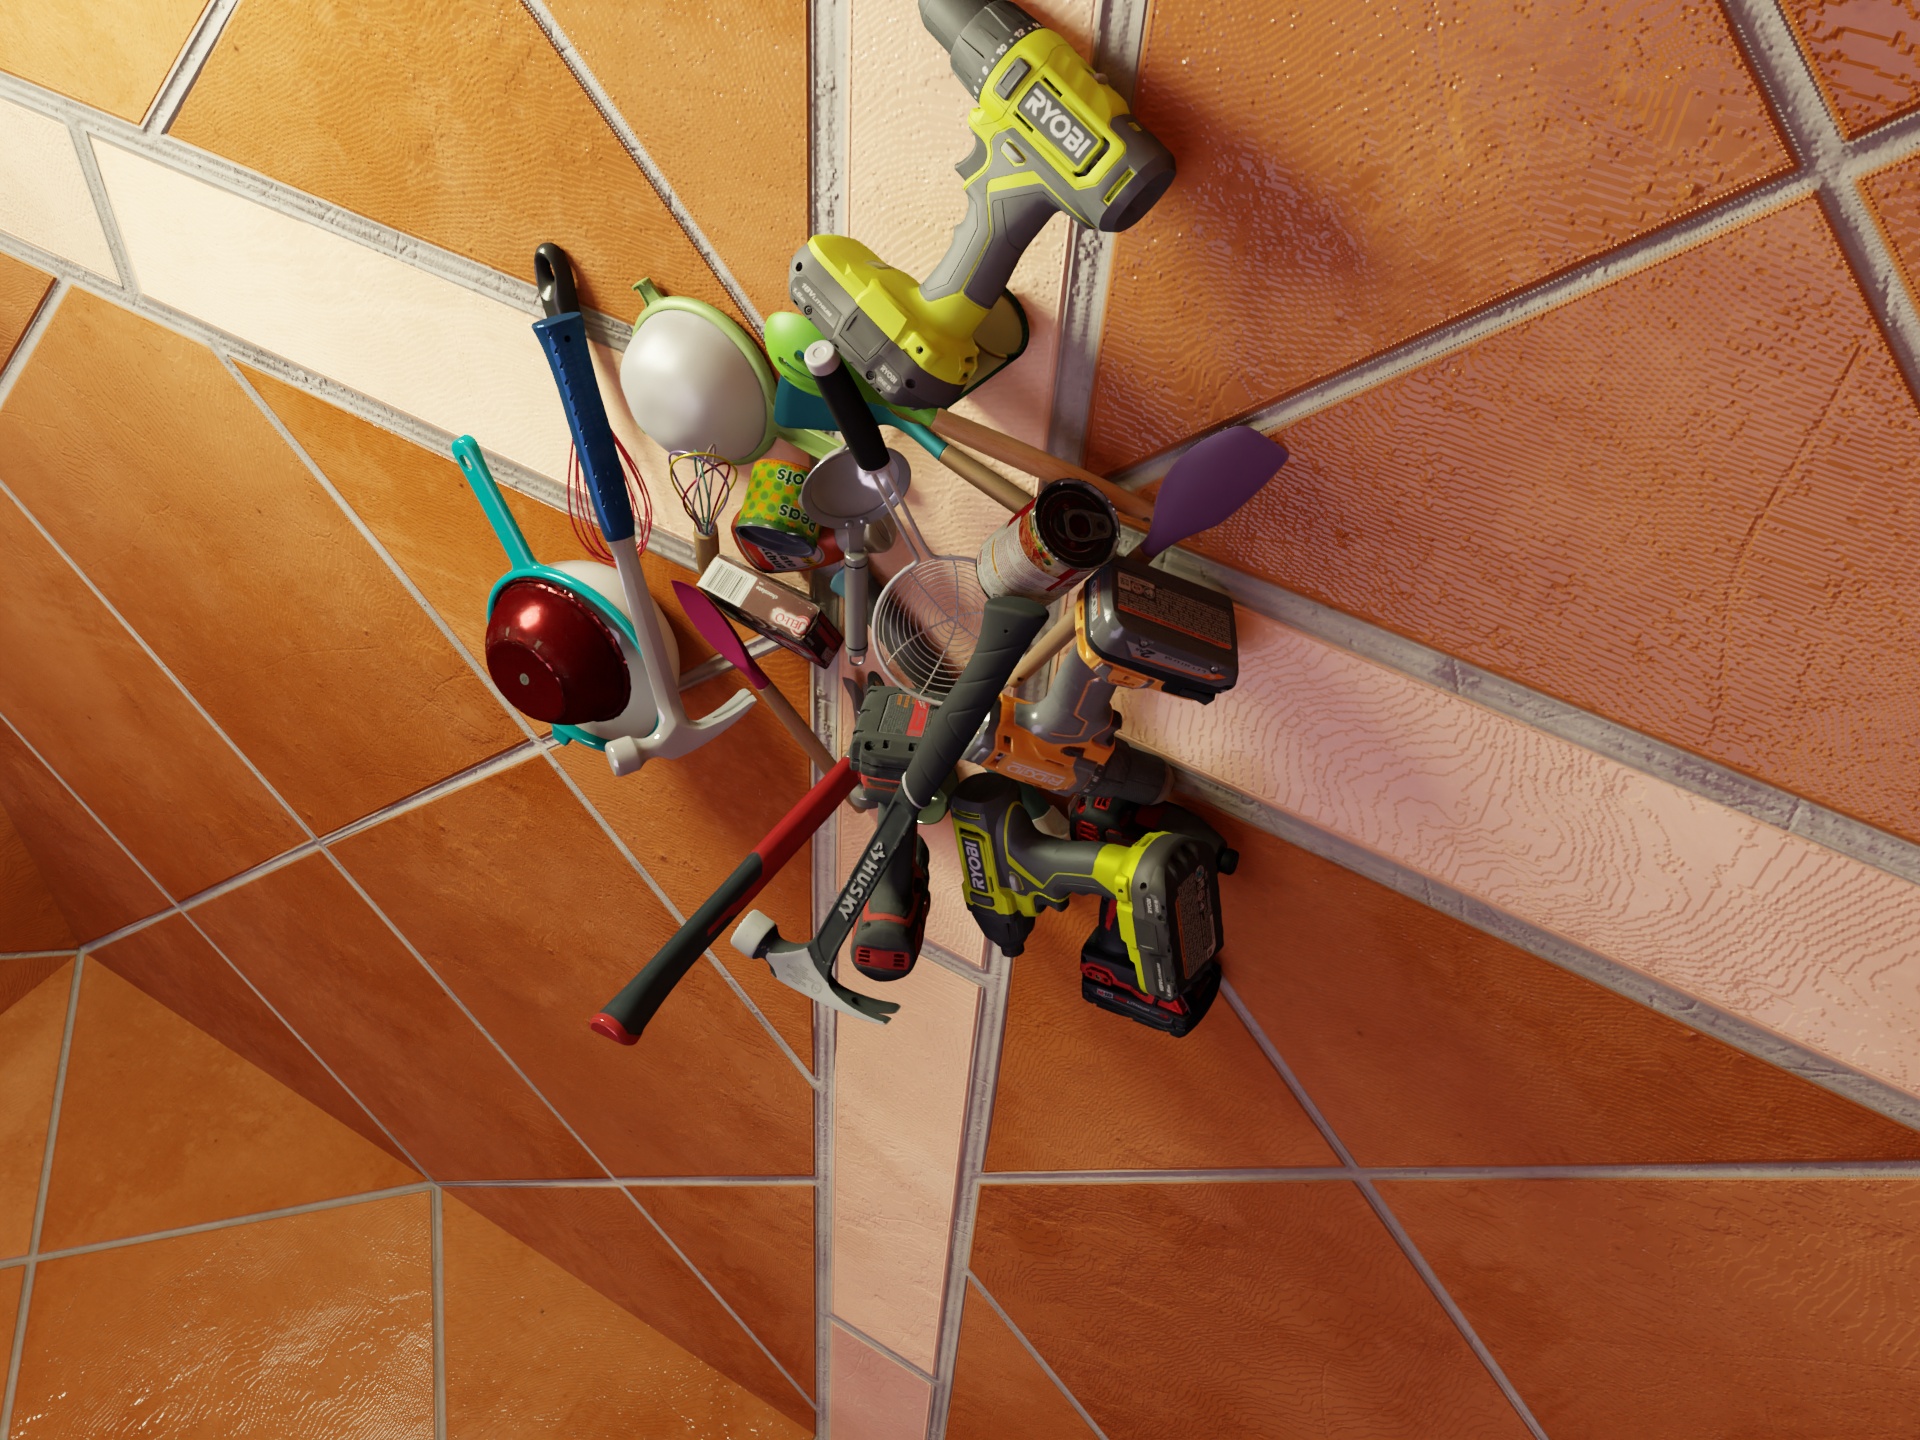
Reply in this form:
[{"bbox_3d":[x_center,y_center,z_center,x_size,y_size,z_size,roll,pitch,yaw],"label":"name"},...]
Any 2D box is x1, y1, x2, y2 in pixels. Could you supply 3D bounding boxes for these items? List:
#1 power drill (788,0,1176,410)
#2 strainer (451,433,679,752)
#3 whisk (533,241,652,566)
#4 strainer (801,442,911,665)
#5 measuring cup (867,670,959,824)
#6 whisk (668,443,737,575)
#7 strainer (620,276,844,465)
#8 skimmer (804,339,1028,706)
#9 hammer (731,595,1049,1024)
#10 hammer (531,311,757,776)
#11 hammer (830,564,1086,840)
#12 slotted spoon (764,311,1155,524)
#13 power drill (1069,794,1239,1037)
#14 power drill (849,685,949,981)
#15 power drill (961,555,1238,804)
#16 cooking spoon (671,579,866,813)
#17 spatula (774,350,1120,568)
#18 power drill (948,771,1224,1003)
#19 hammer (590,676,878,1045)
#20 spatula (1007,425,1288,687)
[{"bbox_3d":[-0.003,-0.329,0.998,0.190,0.080,0.228,47,117,6],"label":"power drill"},{"bbox_3d":[-0.370,-0.130,1.514,0.211,0.095,0.340,-2,122,37],"label":"strainer"},{"bbox_3d":[-0.324,-0.267,1.382,0.073,0.073,0.295,13,126,30],"label":"whisk"},{"bbox_3d":[-0.084,-0.136,1.251,0.258,0.087,0.050,93,159,-46],"label":"strainer"},{"bbox_3d":[-0.048,0.018,1.434,0.083,0.038,0.167,7,128,35],"label":"measuring cup"},{"bbox_3d":[-0.211,-0.169,1.335,0.051,0.047,0.245,61,166,11],"label":"whisk"},{"bbox_3d":[-0.181,-0.237,1.278,0.256,0.069,0.151,29,139,17],"label":"strainer"},{"bbox_3d":[-0.040,-0.131,1.164,0.127,0.090,0.362,-15,150,9],"label":"skimmer"},{"bbox_3d":[-0.040,0.072,1.223,0.149,0.036,0.408,34,120,7],"label":"hammer"},{"bbox_3d":[-0.288,-0.152,1.388,0.035,0.144,0.405,36,142,57],"label":"hammer"},{"bbox_3d":[-0.002,-0.004,1.378,0.128,0.033,0.331,-23,109,49],"label":"hammer"},{"bbox_3d":[0.006,-0.202,1.113,0.313,0.031,0.070,22,155,-11],"label":"slotted spoon"},{"bbox_3d":[0.168,0.160,1.362,0.143,0.078,0.219,17,132,27],"label":"power drill"},{"bbox_3d":[-0.049,0.085,1.357,0.080,0.188,0.226,7,117,3],"label":"power drill"},{"bbox_3d":[0.123,-0.012,1.209,0.185,0.084,0.226,18,141,-20],"label":"power drill"},{"bbox_3d":[-0.167,-0.017,1.456,0.069,0.017,0.318,19,152,46],"label":"cooking spoon"},{"bbox_3d":[0.003,-0.181,1.202,0.317,0.044,0.082,34,141,7],"label":"spatula"},{"bbox_3d":[0.097,0.143,1.302,0.223,0.080,0.171,13,126,37],"label":"power drill"},{"bbox_3d":[-0.180,0.122,1.358,0.038,0.386,0.143,19,136,25],"label":"hammer"},{"bbox_3d":[0.120,-0.111,1.164,0.059,0.018,0.315,27,137,-17],"label":"spatula"}]
